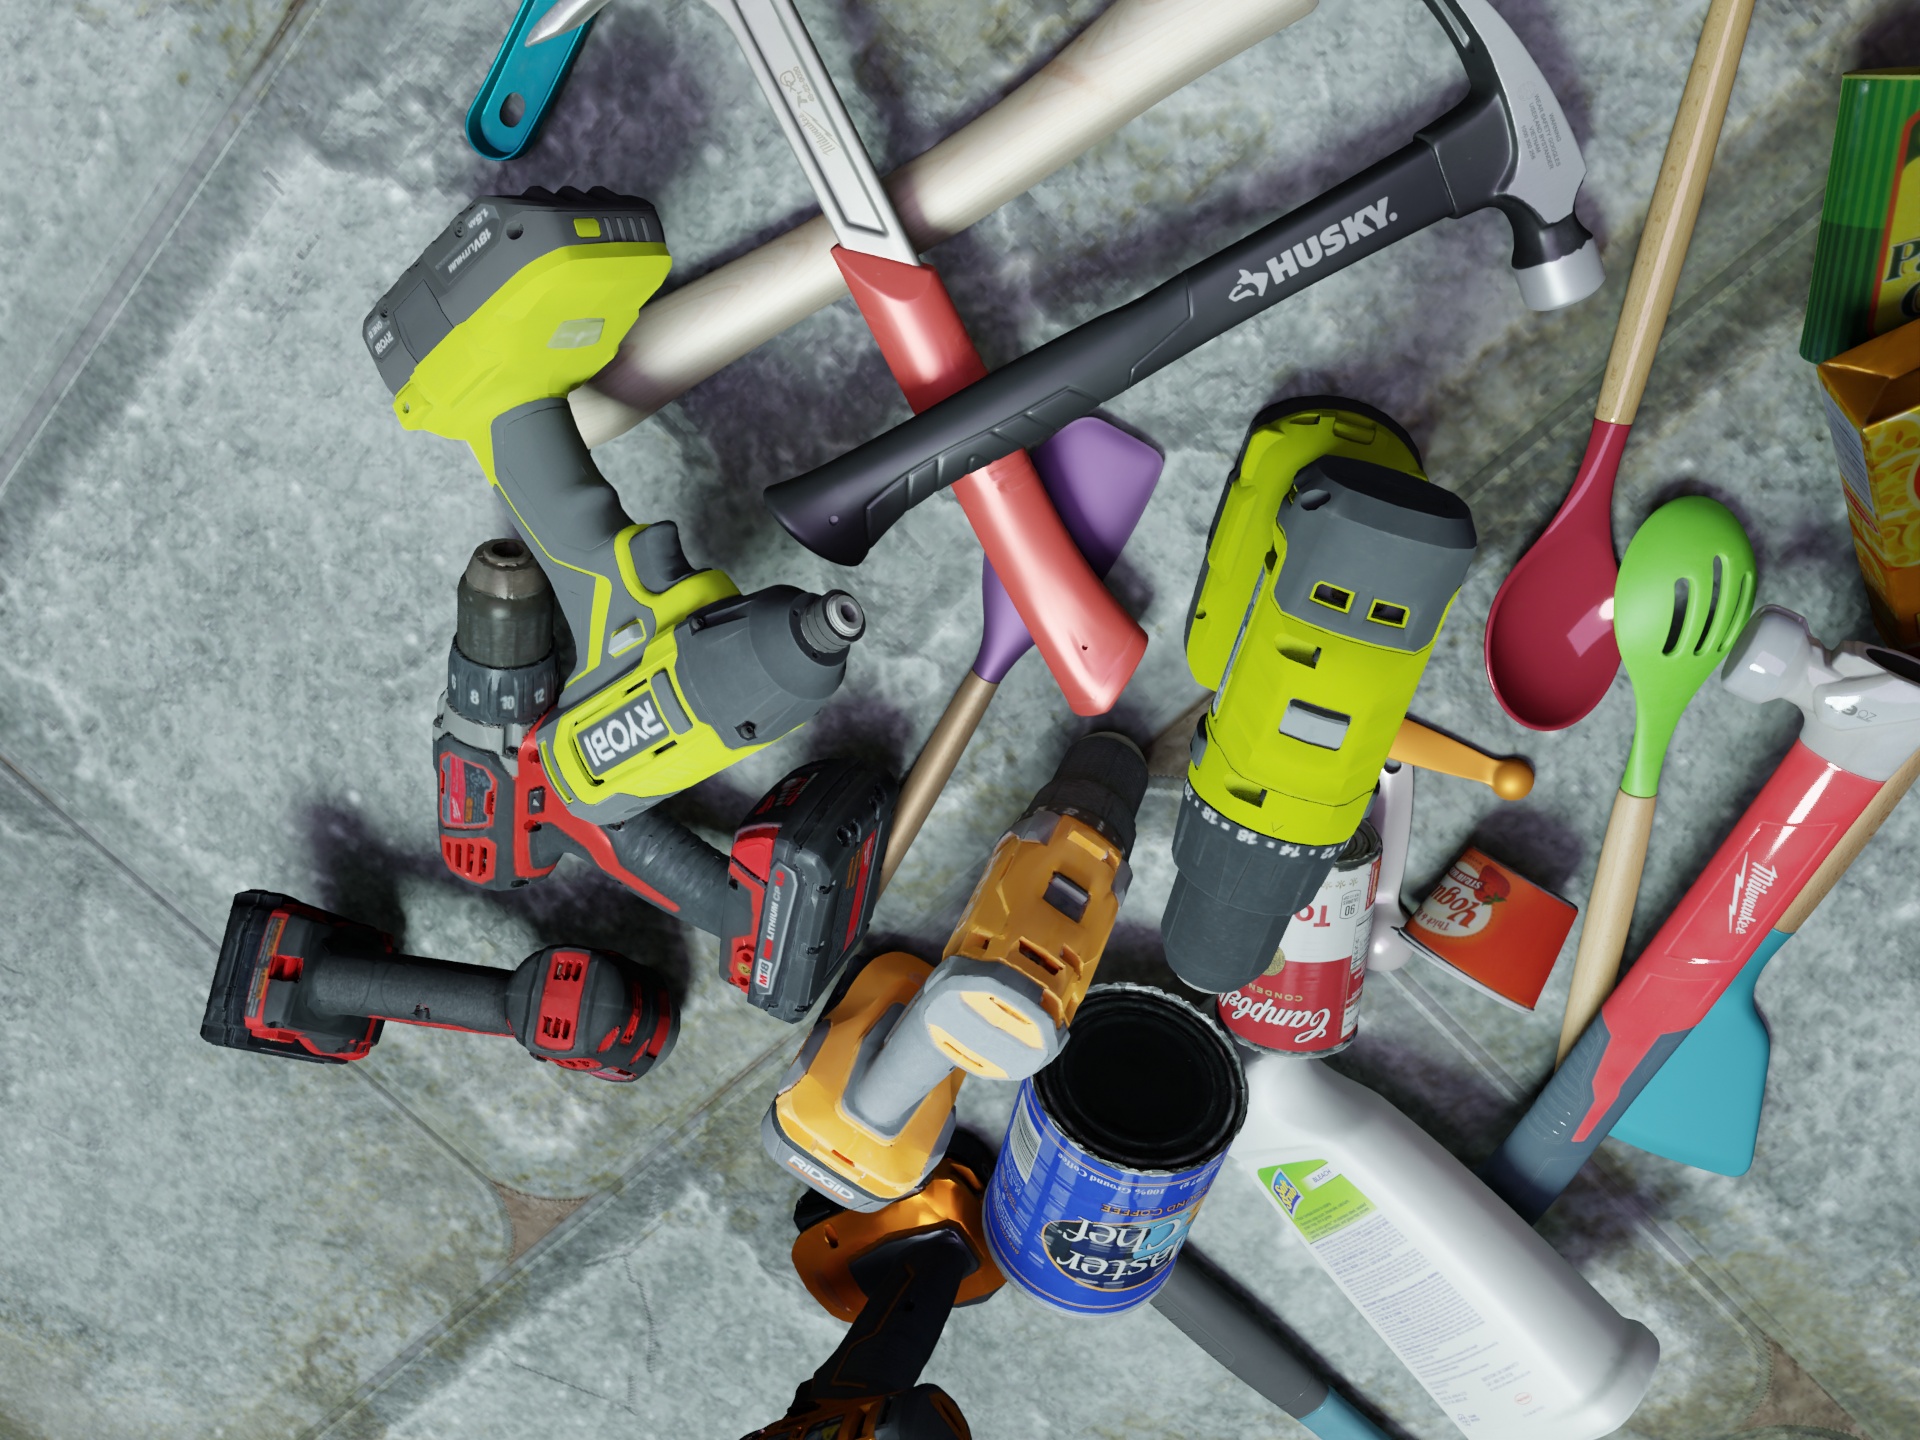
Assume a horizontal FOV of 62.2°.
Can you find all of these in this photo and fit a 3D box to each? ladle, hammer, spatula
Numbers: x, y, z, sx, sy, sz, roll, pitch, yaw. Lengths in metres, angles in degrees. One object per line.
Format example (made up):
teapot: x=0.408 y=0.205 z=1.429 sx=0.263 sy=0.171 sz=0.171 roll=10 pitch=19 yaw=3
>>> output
ladle: x=0.268 y=-0.146 z=0.637 sx=0.069 sy=0.031 sz=0.315 roll=1 pitch=113 yaw=-16
hammer: x=-0.023 y=-0.152 z=0.654 sx=0.149 sy=0.037 sz=0.358 roll=-21 pitch=114 yaw=17
spatula: x=0.368 y=0.077 z=0.684 sx=0.082 sy=0.044 sz=0.317 roll=20 pitch=130 yaw=9
hammer: x=0.074 y=-0.157 z=0.615 sx=0.335 sy=0.035 sz=0.146 roll=-28 pitch=115 yaw=6
hammer: x=-0.039 y=-0.195 z=0.675 sx=0.410 sy=0.038 sz=0.146 roll=-25 pitch=107 yaw=20
spatula: x=-0.001 y=-0.002 z=0.760 sx=0.059 sy=0.018 sz=0.315 roll=27 pitch=115 yaw=-4
hammer: x=0.181 y=0.366 z=0.874 sx=0.331 sy=0.033 sz=0.128 roll=41 pitch=115 yaw=-7
hammer: x=0.320 y=0.138 z=0.705 sx=0.143 sy=0.038 sz=0.386 roll=28 pitch=126 yaw=13

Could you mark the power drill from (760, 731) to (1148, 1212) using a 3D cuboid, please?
power drill: x=0.005 y=0.114 z=0.746 sx=0.084 sy=0.185 sz=0.226 roll=34 pitch=134 yaw=-4

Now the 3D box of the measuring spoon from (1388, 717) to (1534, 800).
measuring spoon: x=0.206 y=0.011 z=0.721 sx=0.117 sy=0.011 sz=0.021 roll=20 pitch=96 yaw=-1

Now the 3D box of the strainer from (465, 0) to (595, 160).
strainer: x=-0.120 y=-0.358 z=0.588 sx=0.211 sy=0.095 sz=0.340 roll=34 pitch=114 yaw=-4

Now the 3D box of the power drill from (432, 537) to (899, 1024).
power drill: x=-0.149 y=0.027 z=0.753 sx=0.227 sy=0.080 sz=0.187 roll=21 pitch=125 yaw=13

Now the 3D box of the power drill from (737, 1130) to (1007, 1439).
power drill: x=-0.058 y=0.319 z=0.794 sx=0.164 sy=0.227 sz=0.084 roll=-26 pitch=105 yaw=21

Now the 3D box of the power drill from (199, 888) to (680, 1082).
power drill: x=-0.255 y=0.144 z=0.820 sx=0.219 sy=0.143 sz=0.079 roll=4 pitch=74 yaw=10

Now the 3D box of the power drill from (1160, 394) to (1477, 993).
power drill: x=0.126 y=-0.022 z=0.608 sx=0.080 sy=0.229 sz=0.190 roll=18 pitch=115 yaw=4

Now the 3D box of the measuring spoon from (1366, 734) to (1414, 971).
measuring spoon: x=0.200 y=0.066 z=0.747 sx=0.034 sy=0.018 sz=0.124 roll=2 pitch=112 yaw=11

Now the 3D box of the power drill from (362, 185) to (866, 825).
power drill: x=-0.133 y=-0.085 z=0.625 sx=0.171 sy=0.080 sz=0.223 roll=-26 pitch=89 yaw=40

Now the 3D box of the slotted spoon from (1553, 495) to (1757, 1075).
slotted spoon: x=0.301 y=0.054 z=0.714 sx=0.070 sy=0.031 sz=0.313 roll=-7 pitch=118 yaw=-15
